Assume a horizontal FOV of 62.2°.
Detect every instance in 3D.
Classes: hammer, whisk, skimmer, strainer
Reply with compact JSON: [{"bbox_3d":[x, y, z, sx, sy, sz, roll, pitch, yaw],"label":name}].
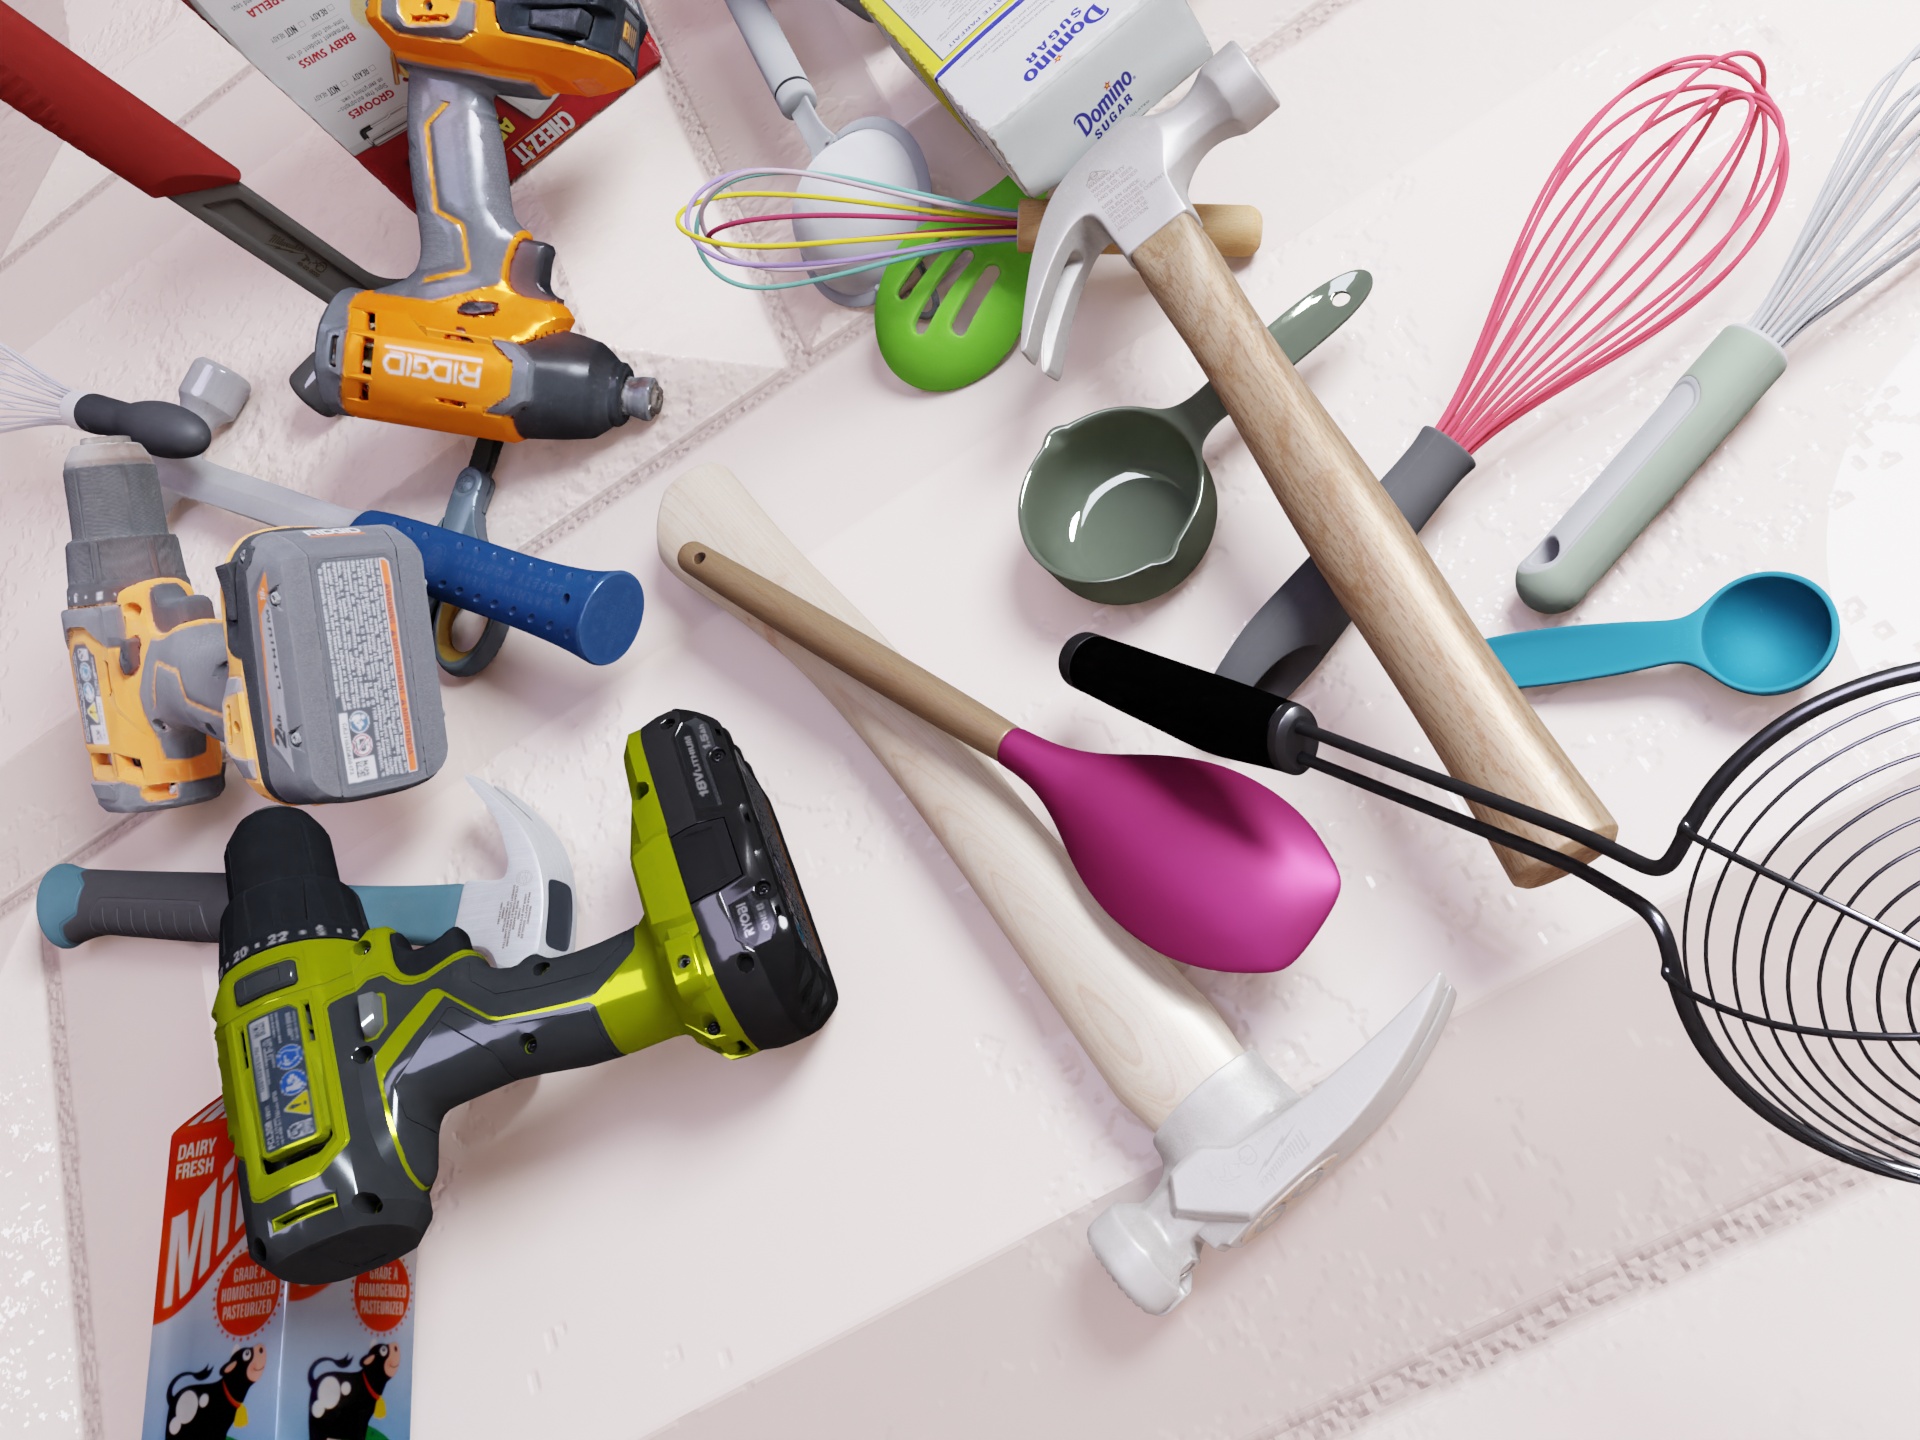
[{"bbox_3d":[-0.318,0.091,0.749,0.331,0.033,0.128,-1,70,26],"label":"hammer"},{"bbox_3d":[0.119,-0.089,0.556,0.130,0.031,0.332,-36,61,21],"label":"hammer"},{"bbox_3d":[0.001,0.016,0.622,0.146,0.038,0.411,-43,58,3],"label":"hammer"},{"bbox_3d":[0.189,-0.113,0.570,0.296,0.073,0.073,-51,57,6],"label":"whisk"},{"bbox_3d":[0.158,0.017,0.457,0.364,0.090,0.127,27,123,57],"label":"skimmer"},{"bbox_3d":[0.002,-0.204,0.664,0.245,0.047,0.051,2,103,3],"label":"whisk"},{"bbox_3d":[0.276,-0.134,0.542,0.246,0.059,0.058,-50,19,5],"label":"whisk"},{"bbox_3d":[-0.078,-0.292,0.763,0.087,0.050,0.259,-43,60,34],"label":"strainer"},{"bbox_3d":[-0.309,-0.090,0.799,0.406,0.035,0.144,18,79,35],"label":"hammer"},{"bbox_3d":[-0.520,-0.181,0.914,0.285,0.070,0.070,16,78,29],"label":"whisk"},{"bbox_3d":[-0.378,-0.276,0.733,0.149,0.358,0.037,-44,58,7],"label":"hammer"}]

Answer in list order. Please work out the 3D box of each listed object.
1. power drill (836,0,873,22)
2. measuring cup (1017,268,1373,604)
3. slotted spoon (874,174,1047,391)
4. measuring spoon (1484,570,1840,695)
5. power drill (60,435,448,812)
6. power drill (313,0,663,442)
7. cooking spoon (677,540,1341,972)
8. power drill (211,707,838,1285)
[{"bbox_3d":[-0.025,-0.453,0.769,0.079,0.143,0.220,15,70,31],"label":"power drill"},{"bbox_3d":[0.098,-0.111,0.625,0.167,0.038,0.083,-40,58,4],"label":"measuring cup"},{"bbox_3d":[0.059,-0.284,0.699,0.070,0.031,0.314,33,91,12],"label":"slotted spoon"},{"bbox_3d":[0.227,-0.022,0.541,0.128,0.021,0.042,-6,68,34],"label":"measuring spoon"},{"bbox_3d":[-0.345,-0.048,0.743,0.226,0.084,0.185,0,99,37],"label":"power drill"},{"bbox_3d":[-0.213,-0.248,0.765,0.164,0.084,0.226,10,99,2],"label":"power drill"},{"bbox_3d":[-0.001,-0.002,0.599,0.319,0.017,0.069,31,80,32],"label":"cooking spoon"},{"bbox_3d":[-0.180,0.086,0.622,0.228,0.080,0.191,-23,61,-2],"label":"power drill"}]
